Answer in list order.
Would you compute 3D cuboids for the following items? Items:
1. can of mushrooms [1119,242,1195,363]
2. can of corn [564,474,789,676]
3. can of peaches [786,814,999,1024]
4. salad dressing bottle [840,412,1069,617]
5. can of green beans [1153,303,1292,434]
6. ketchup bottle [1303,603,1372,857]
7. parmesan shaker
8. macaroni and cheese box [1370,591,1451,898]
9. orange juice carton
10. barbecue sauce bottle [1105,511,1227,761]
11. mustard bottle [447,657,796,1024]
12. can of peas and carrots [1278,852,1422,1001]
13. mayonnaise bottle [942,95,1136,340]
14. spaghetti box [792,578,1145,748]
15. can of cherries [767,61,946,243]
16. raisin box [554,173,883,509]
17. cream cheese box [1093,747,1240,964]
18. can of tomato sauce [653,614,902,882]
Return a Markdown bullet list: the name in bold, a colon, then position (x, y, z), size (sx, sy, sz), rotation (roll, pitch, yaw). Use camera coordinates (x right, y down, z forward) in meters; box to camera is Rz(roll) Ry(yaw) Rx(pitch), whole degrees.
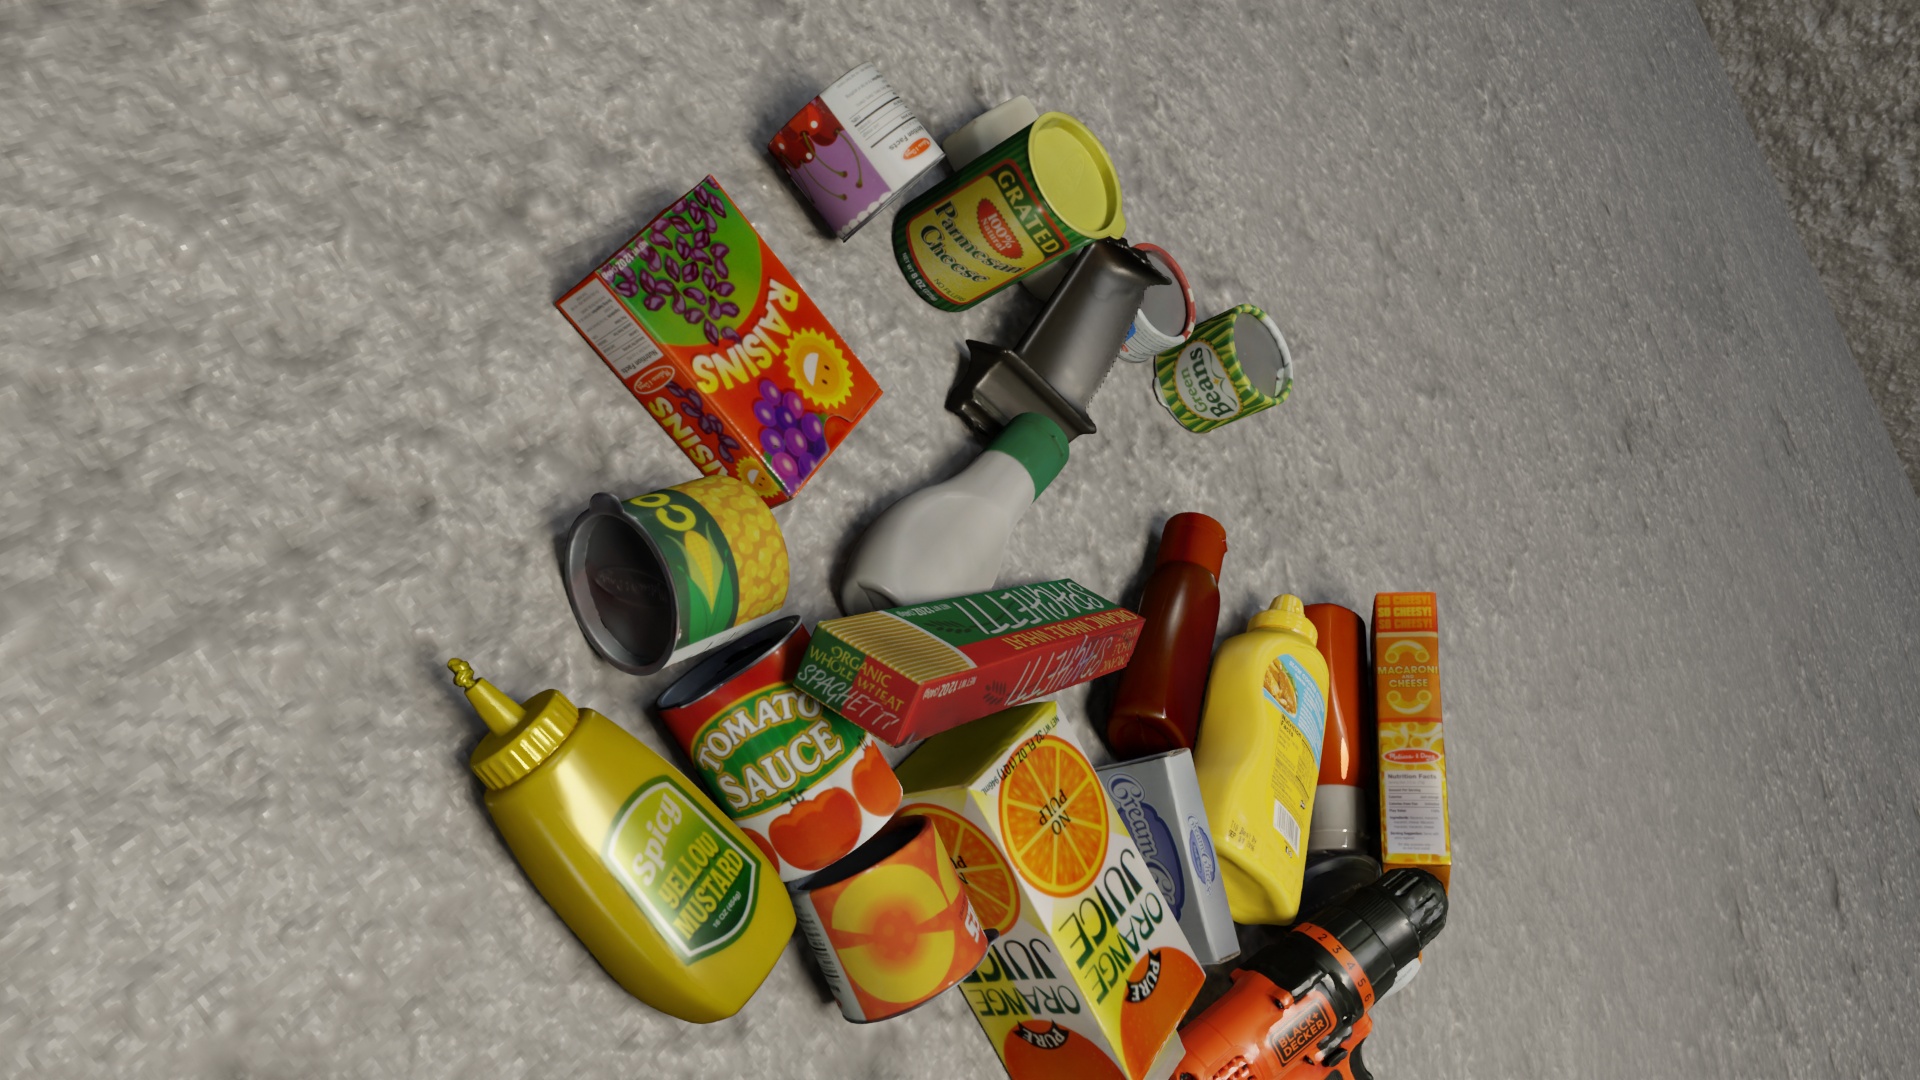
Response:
- **can of mushrooms**: position (0.110, -0.146, 0.839), size (0.071, 0.033, 0.071), rotation (18, 63, -39)
- **can of corn**: position (-0.109, 0.009, 0.536), size (0.058, 0.071, 0.071), rotation (-22, 91, -48)
- **can of peaches**: position (-0.028, 0.151, 0.563), size (0.071, 0.071, 0.058), rotation (-28, 95, -47)
- **salad dressing bottle**: position (0.002, -0.008, 0.663), size (0.148, 0.044, 0.064), rotation (-47, 116, -39)
- **can of green beans**: position (0.163, -0.106, 0.859), size (0.071, 0.057, 0.071), rotation (18, 62, -39)
- **ketchup bottle**: position (0.226, 0.116, 0.845), size (0.064, 0.043, 0.149), rotation (32, 54, -47)
- **parmesan shaker**: position (0.024, -0.163, 0.710), size (0.071, 0.103, 0.071), rotation (18, 62, -39)
- **macaroni and cheese box**: position (0.275, 0.131, 0.853), size (0.123, 0.040, 0.167), rotation (60, 32, -58)
- **orange juice carton**: position (0.043, 0.175, 0.620), size (0.072, 0.073, 0.192), rotation (-37, 102, -46)
- **barbecue sauce bottle**: position (0.116, 0.051, 0.759), size (0.064, 0.043, 0.149), rotation (68, 32, -45)
- **mustard bottle**: position (-0.127, 0.102, 0.496), size (0.160, 0.048, 0.066), rotation (52, 44, -18)
- **can of peas and carrots**: position (0.217, 0.219, 0.783), size (0.071, 0.070, 0.058), rotation (-37, 102, -46)
- **mayonnaise bottle**: position (0.049, -0.174, 0.785), size (0.065, 0.041, 0.148), rotation (-42, 106, -44)
- **spaghetti box**: position (0.017, 0.047, 0.608), size (0.250, 0.050, 0.028), rotation (-5, 121, -63)
- **can of cherries**: position (-0.052, -0.186, 0.670), size (0.058, 0.071, 0.072), rotation (49, 46, -11)
- **raisin box**: position (-0.100, -0.083, 0.603), size (0.123, 0.040, 0.086), rotation (51, 45, -19)
- **cream cheese box**: position (0.101, 0.160, 0.698), size (0.024, 0.053, 0.104), rotation (-3, 77, -48)
- **can of tomato sauce**: position (-0.070, 0.082, 0.546), size (0.071, 0.071, 0.083), rotation (-40, 104, -45)
